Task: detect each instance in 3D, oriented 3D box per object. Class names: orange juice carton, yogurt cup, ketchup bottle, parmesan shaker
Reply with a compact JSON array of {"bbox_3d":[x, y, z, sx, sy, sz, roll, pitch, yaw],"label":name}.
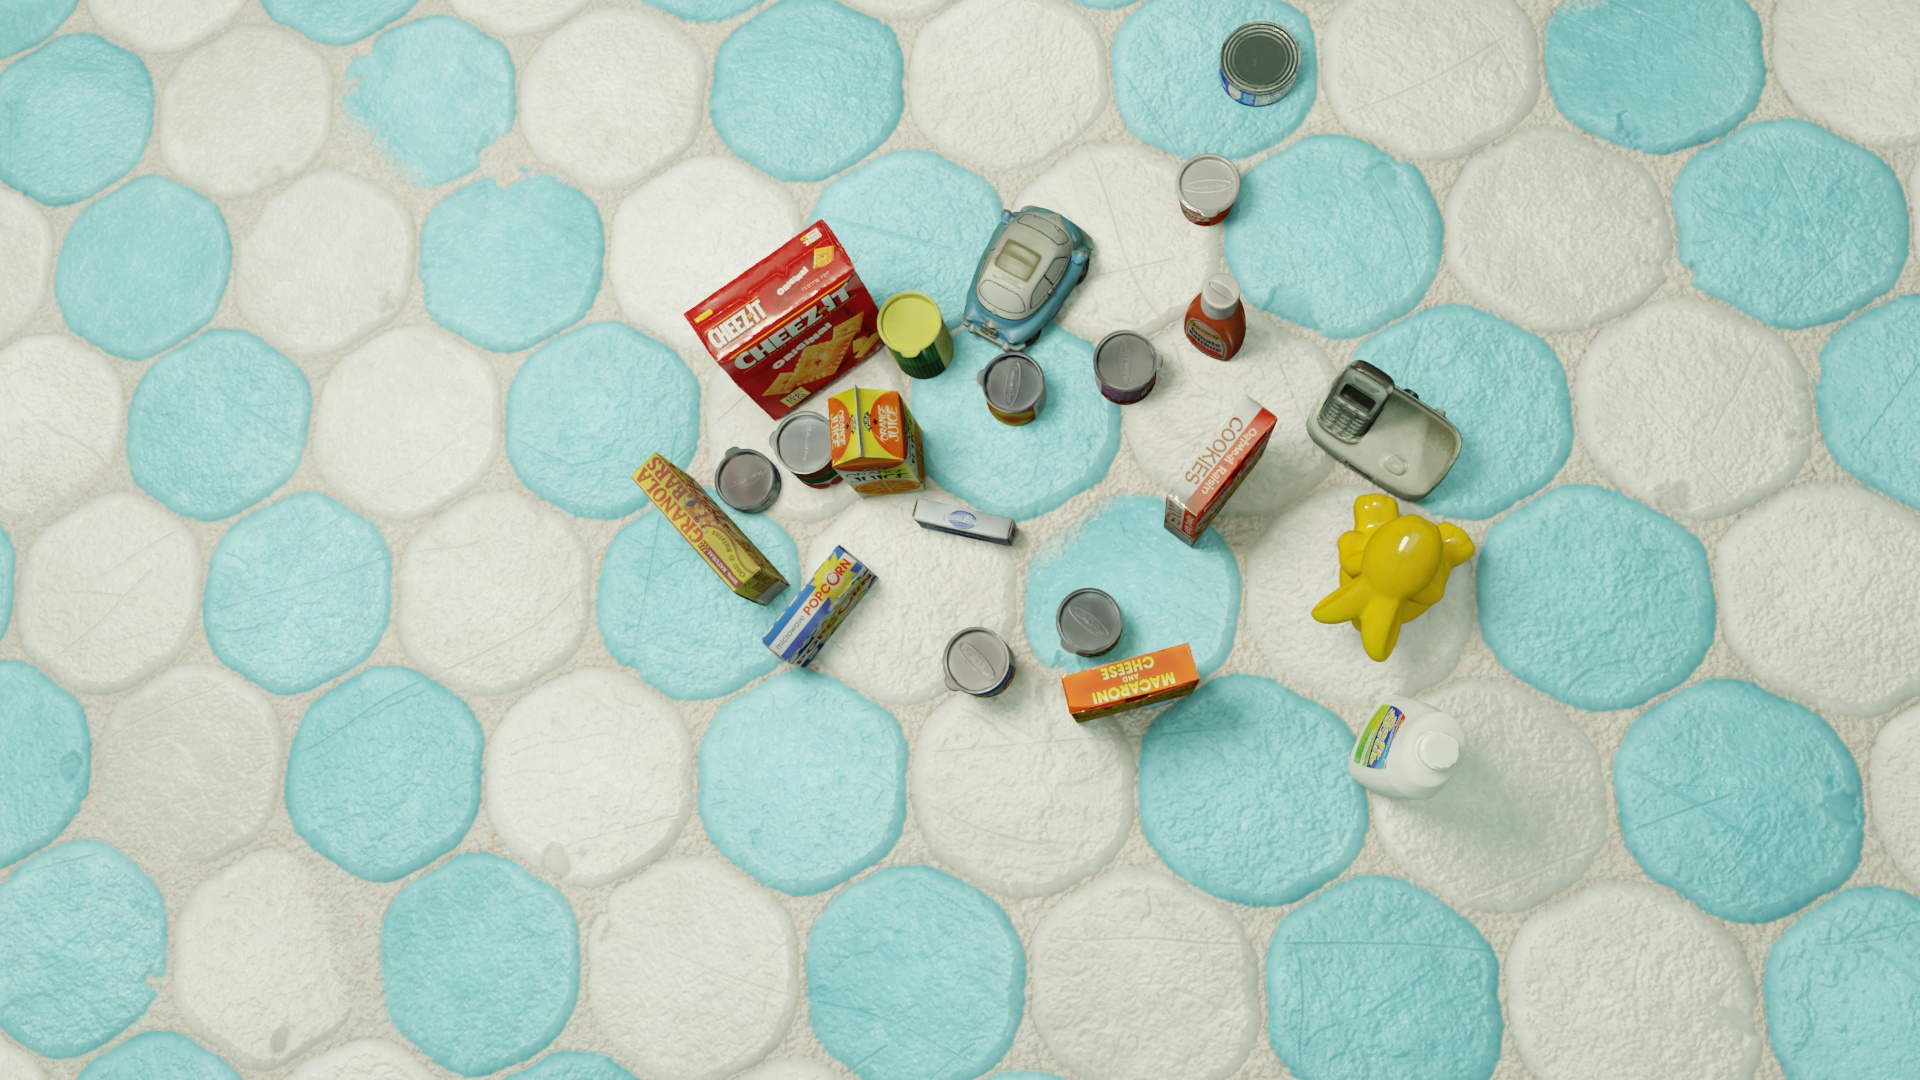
[{"bbox_3d":[-0.086,-0.099,1.396,0.073,0.192,0.072,-6,80,6],"label":"orange juice carton"},{"bbox_3d":[0.262,-0.369,1.476,0.072,0.054,0.072,-1,80,7],"label":"yogurt cup"},{"bbox_3d":[0.259,-0.228,1.402,0.065,0.148,0.043,36,86,11],"label":"ketchup bottle"},{"bbox_3d":[-0.046,-0.211,1.458,0.071,0.103,0.071,-1,80,7],"label":"parmesan shaker"}]

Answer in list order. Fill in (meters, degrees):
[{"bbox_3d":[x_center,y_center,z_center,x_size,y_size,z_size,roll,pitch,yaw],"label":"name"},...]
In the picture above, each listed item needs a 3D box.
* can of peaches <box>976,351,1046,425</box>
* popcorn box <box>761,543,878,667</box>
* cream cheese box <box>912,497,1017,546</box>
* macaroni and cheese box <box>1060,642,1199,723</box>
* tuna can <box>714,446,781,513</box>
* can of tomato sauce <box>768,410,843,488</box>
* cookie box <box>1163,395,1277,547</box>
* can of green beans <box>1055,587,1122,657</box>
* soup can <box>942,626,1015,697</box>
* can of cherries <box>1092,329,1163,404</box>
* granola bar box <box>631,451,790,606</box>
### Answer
[{"bbox_3d":[0.055,-0.159,1.460,0.071,0.058,0.071,-1,80,7],"label":"can of peaches"},{"bbox_3d":[-0.143,0.070,1.427,0.038,0.085,0.127,38,86,12],"label":"popcorn box"},{"bbox_3d":[0.005,-0.018,1.442,0.104,0.053,0.024,12,82,9],"label":"cream cheese box"},{"bbox_3d":[0.164,0.140,1.336,0.124,0.166,0.040,-15,79,4],"label":"macaroni and cheese box"},{"bbox_3d":[-0.229,-0.065,1.489,0.071,0.033,0.071,-1,80,7],"label":"tuna can"},{"bbox_3d":[-0.156,-0.093,1.460,0.071,0.083,0.071,-1,80,7],"label":"can of tomato sauce"},{"bbox_3d":[0.253,-0.064,1.362,0.040,0.167,0.123,38,86,12],"label":"cookie box"},{"bbox_3d":[0.131,0.084,1.405,0.071,0.057,0.071,-1,80,7],"label":"can of green beans"},{"bbox_3d":[0.018,0.126,1.398,0.071,0.083,0.071,-1,80,7],"label":"soup can"},{"bbox_3d":[0.175,-0.179,1.449,0.071,0.058,0.071,-1,80,7],"label":"can of cherries"},{"bbox_3d":[-0.257,-0.008,1.435,0.039,0.124,0.166,-43,78,-2],"label":"granola bar box"}]
